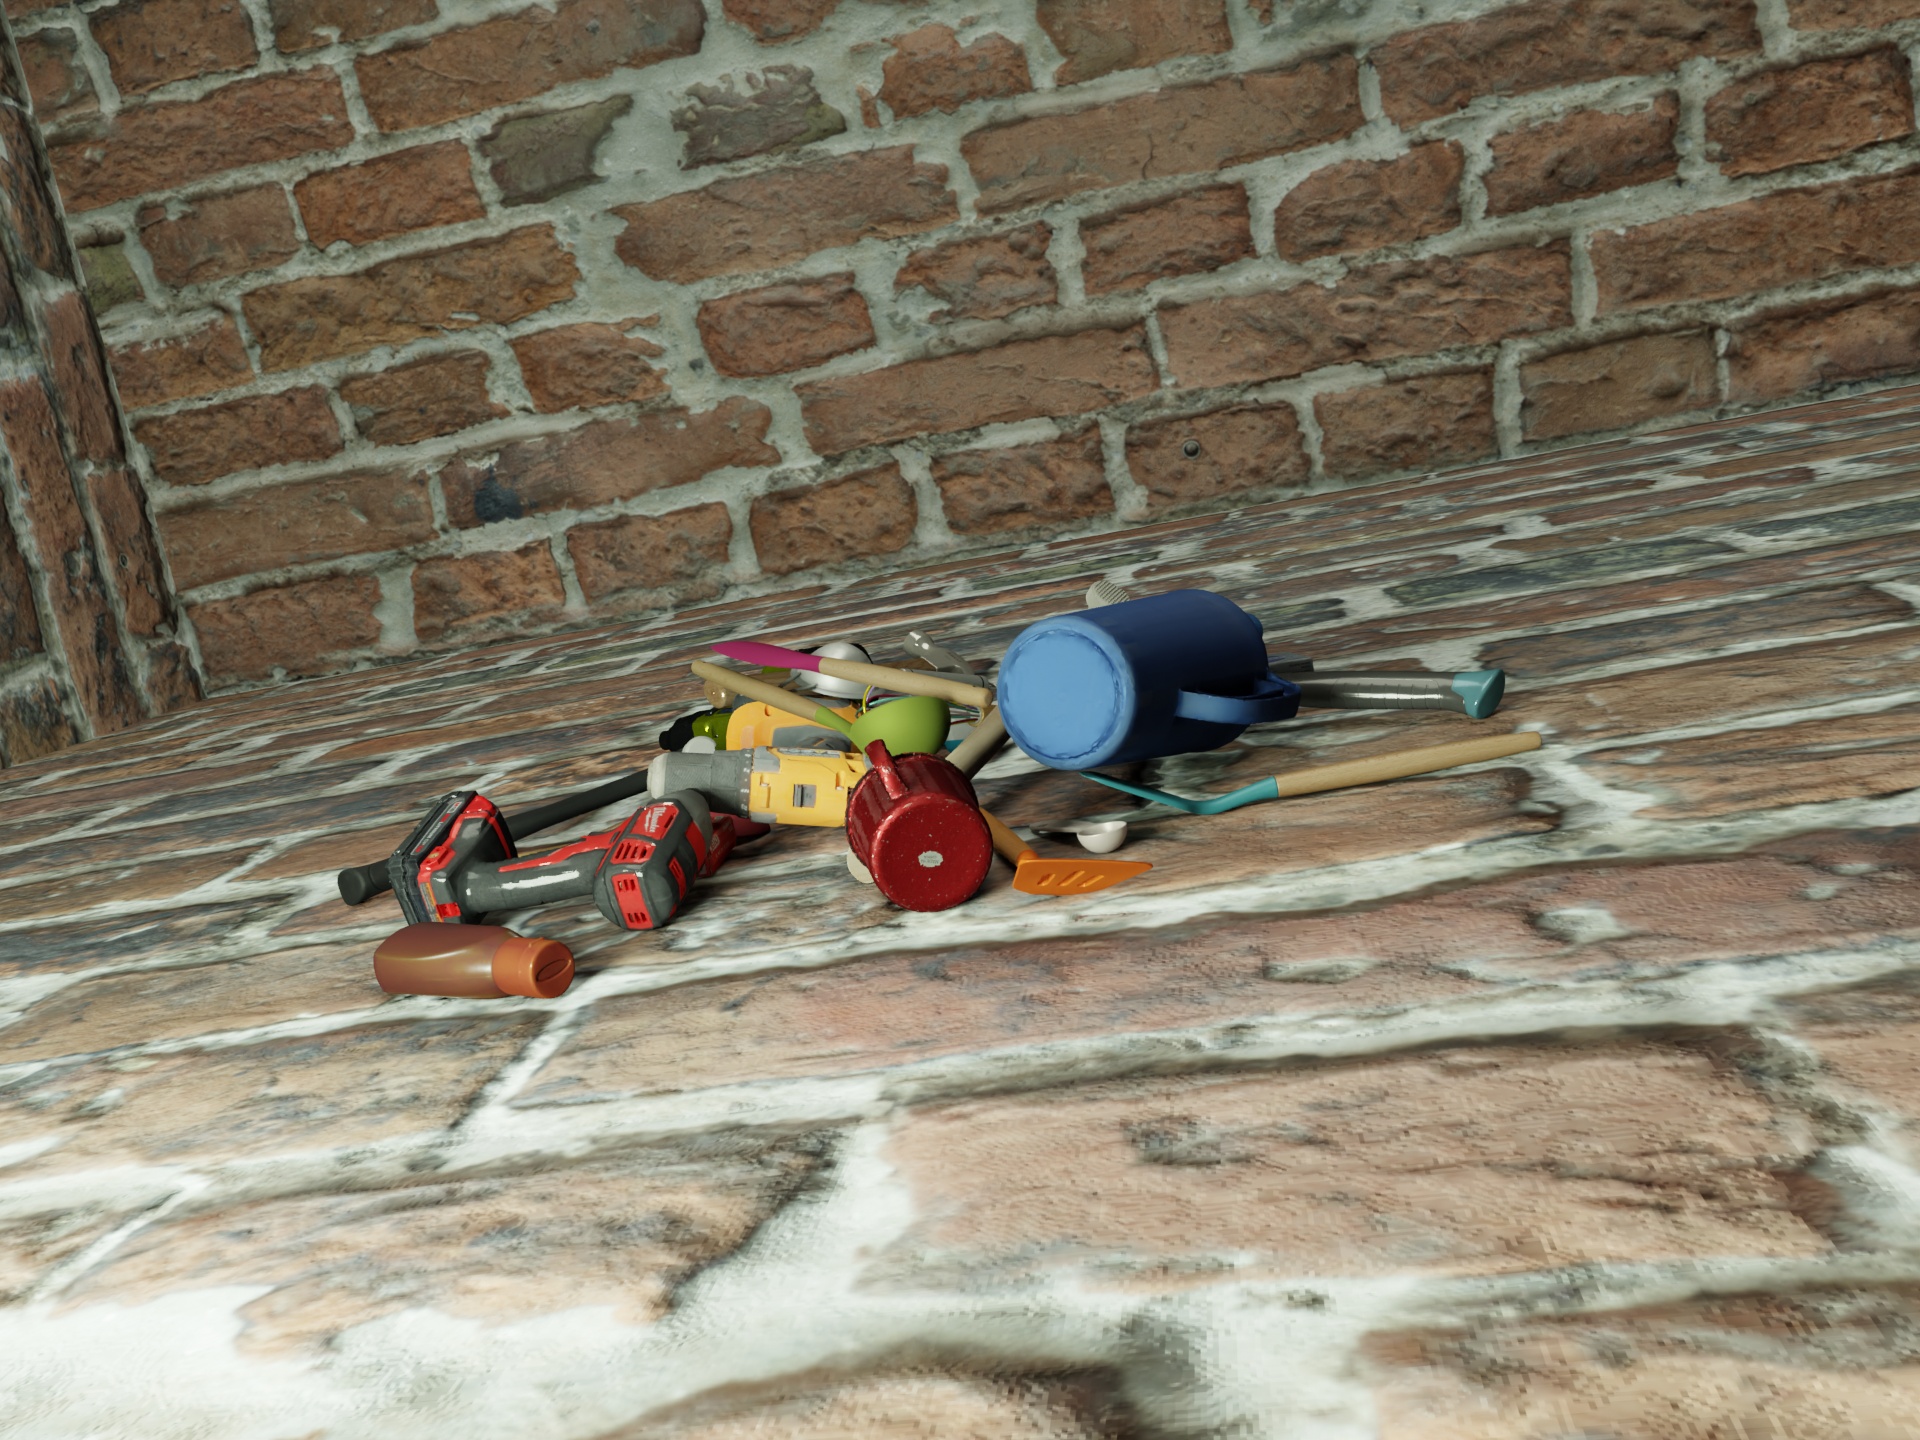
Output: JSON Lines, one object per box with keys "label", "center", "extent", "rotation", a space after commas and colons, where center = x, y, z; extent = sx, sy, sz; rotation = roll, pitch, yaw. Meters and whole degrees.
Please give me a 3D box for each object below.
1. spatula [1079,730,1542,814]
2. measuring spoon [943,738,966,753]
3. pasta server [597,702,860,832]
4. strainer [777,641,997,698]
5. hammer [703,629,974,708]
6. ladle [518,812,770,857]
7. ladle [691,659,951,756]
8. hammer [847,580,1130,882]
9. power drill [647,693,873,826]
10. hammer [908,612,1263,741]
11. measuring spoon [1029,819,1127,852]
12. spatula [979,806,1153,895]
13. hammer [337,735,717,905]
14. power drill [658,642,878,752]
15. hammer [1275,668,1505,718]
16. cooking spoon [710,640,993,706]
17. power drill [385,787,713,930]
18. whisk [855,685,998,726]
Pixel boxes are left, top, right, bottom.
{"label": "spatula", "center": [0.243, 0.031, 1.104], "extent": [0.317, 0.044, 0.082], "rotation": [-10, 1, 2]}
{"label": "measuring spoon", "center": [-0.012, 0.030, 1.455], "extent": [0.042, 0.021, 0.128], "rotation": [-3, -3, -27]}
{"label": "pasta server", "center": [-0.208, 0.052, 1.475], "extent": [0.316, 0.040, 0.060], "rotation": [-23, -9, -40]}
{"label": "strainer", "center": [-0.058, -0.041, 1.453], "extent": [0.258, 0.050, 0.087], "rotation": [4, 20, -44]}
{"label": "hammer", "center": [-0.116, -0.042, 1.621], "extent": [0.331, 0.031, 0.130], "rotation": [-8, 34, -44]}
{"label": "ladle", "center": [-0.315, 0.110, 1.328], "extent": [0.315, 0.031, 0.069], "rotation": [-12, 8, 4]}
{"label": "ladle", "center": [-0.127, -0.023, 1.301], "extent": [0.078, 0.062, 0.320], "rotation": [5, 10, -43]}
{"label": "hammer", "center": [0.020, 0.020, 1.270], "extent": [0.038, 0.146, 0.411], "rotation": [36, 37, 8]}
{"label": "power drill", "center": [-0.160, 0.034, 1.329], "extent": [0.185, 0.084, 0.226], "rotation": [3, 12, -7]}
{"label": "hammer", "center": [0.133, -0.047, 1.626], "extent": [0.405, 0.035, 0.144], "rotation": [-17, 12, -25]}
{"label": "measuring spoon", "center": [0.079, 0.081, 1.110], "extent": [0.034, 0.018, 0.124], "rotation": [-16, 5, -22]}
{"label": "spatula", "center": [0.040, 0.080, 1.069], "extent": [0.081, 0.041, 0.323], "rotation": [3, 7, -12]}
{"label": "hammer", "center": [-0.381, 0.091, 1.411], "extent": [0.334, 0.035, 0.146], "rotation": [-21, -2, -22]}
{"label": "power drill", "center": [-0.200, -0.012, 1.690], "extent": [0.171, 0.080, 0.223], "rotation": [-4, 16, 29]}
{"label": "hammer", "center": [0.270, -0.024, 1.297], "extent": [0.331, 0.033, 0.128], "rotation": [2, 49, 31]}
{"label": "cooking spoon", "center": [-0.094, -0.042, 1.303], "extent": [0.319, 0.017, 0.068], "rotation": [13, 10, 42]}
{"label": "power drill", "center": [-0.291, 0.099, 1.171], "extent": [0.219, 0.078, 0.143], "rotation": [-5, 27, 14]}
{"label": "whisk", "center": [-0.002, -0.002, 1.395], "extent": [0.244, 0.047, 0.051], "rotation": [5, -41, -50]}
